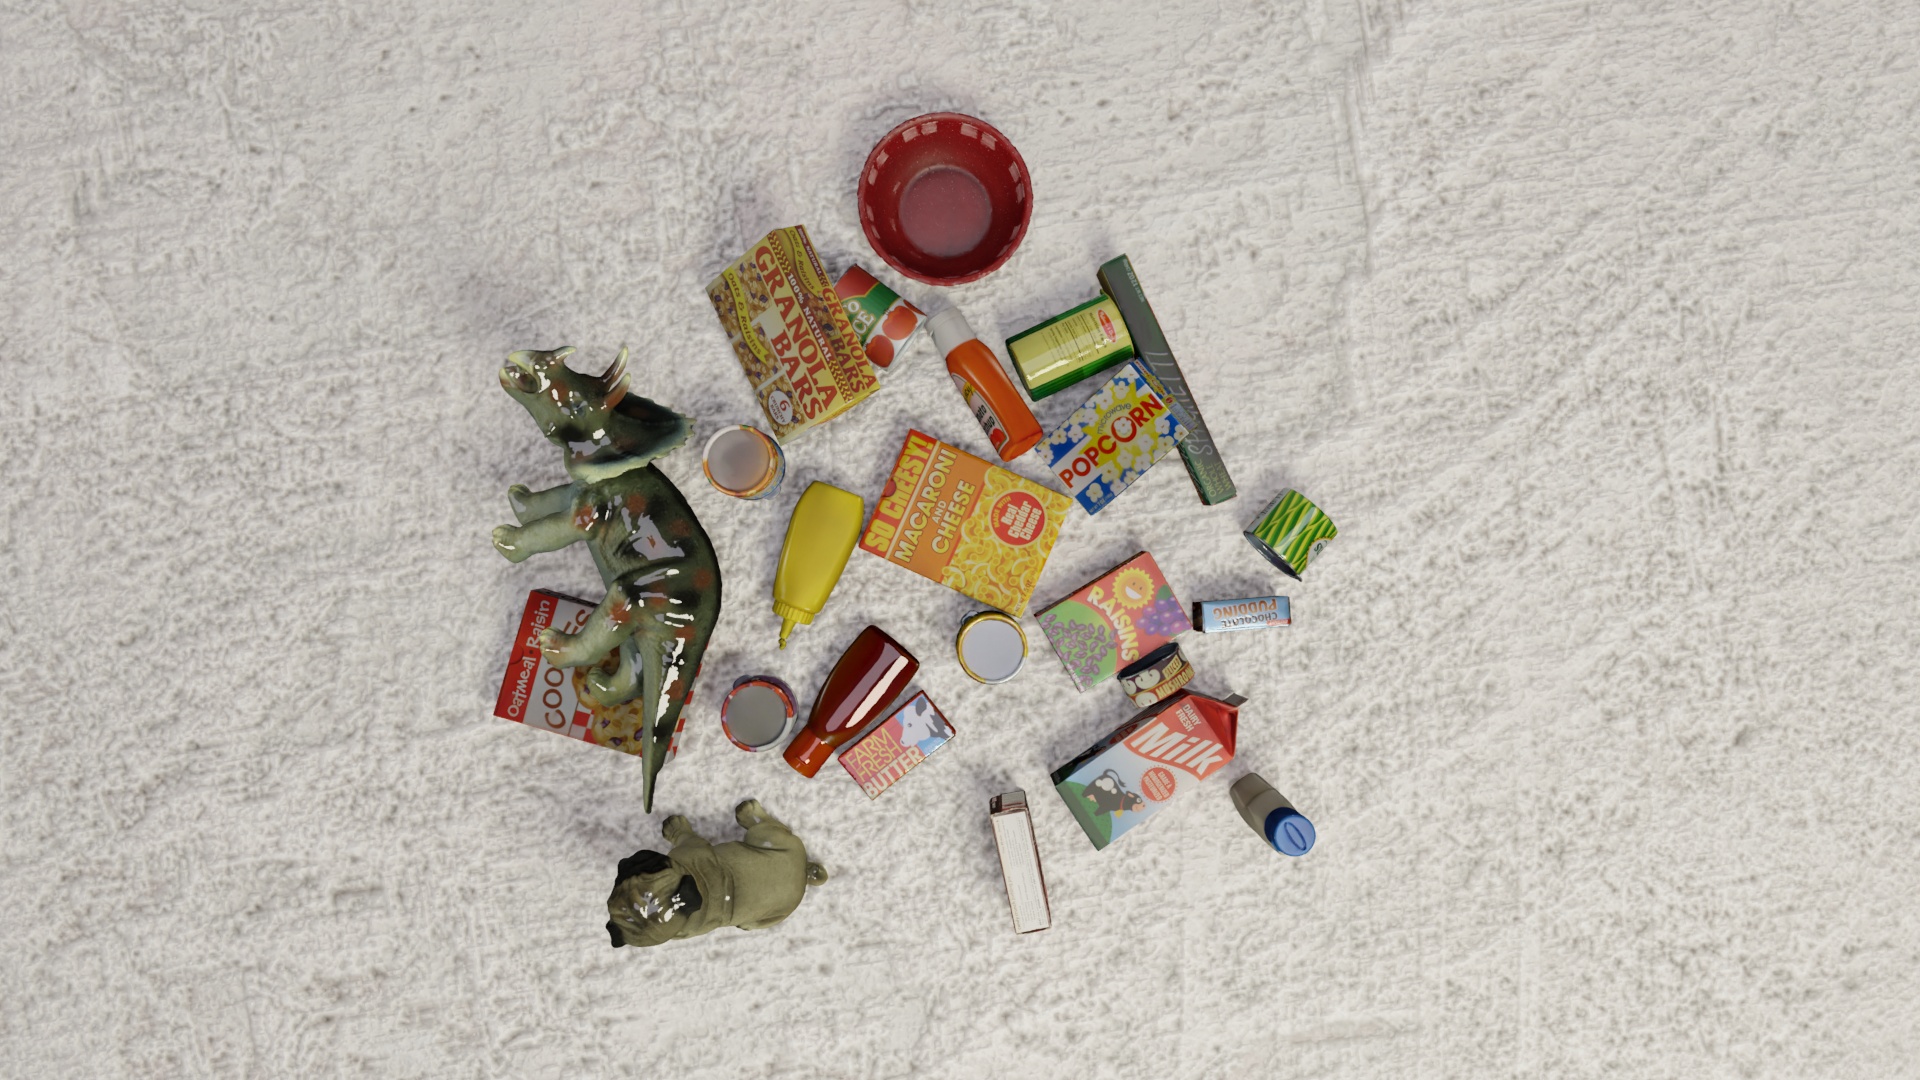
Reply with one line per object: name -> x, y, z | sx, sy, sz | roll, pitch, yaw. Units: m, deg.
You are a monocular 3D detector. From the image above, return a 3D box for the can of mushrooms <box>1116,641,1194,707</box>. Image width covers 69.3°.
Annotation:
can of mushrooms -> 0.182, 0.124, 1.285 | 0.071, 0.071, 0.033 | -30, 92, -1

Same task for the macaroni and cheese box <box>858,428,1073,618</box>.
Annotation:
macaroni and cheese box -> 0.005, -0.016, 1.300 | 0.166, 0.040, 0.123 | 24, 88, 0

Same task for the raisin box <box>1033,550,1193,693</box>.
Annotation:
raisin box -> 0.143, 0.076, 1.301 | 0.123, 0.040, 0.086 | -31, 89, 0

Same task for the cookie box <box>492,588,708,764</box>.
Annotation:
cookie box -> -0.333, 0.125, 1.293 | 0.167, 0.040, 0.123 | 16, 89, 0

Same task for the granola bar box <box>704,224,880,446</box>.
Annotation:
granola bar box -> -0.153, -0.185, 1.265 | 0.039, 0.124, 0.165 | -25, 90, -44

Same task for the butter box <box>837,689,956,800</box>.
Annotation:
butter box -> -0.060, 0.192, 1.304 | 0.103, 0.024, 0.053 | -38, 90, -1

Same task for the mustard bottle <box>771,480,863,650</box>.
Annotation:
mustard bottle -> -0.141, 0.026, 1.293 | 0.065, 0.049, 0.160 | 22, 90, 0

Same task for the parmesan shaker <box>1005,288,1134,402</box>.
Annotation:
parmesan shaker -> 0.100, -0.181, 1.292 | 0.103, 0.071, 0.071 | -25, 90, 0

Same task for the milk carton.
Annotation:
milk carton -> 0.182, 0.198, 1.283 | 0.190, 0.072, 0.073 | -34, 90, -1

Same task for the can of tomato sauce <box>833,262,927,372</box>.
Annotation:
can of tomato sauce -> -0.083, -0.205, 1.288 | 0.083, 0.071, 0.071 | 36, 89, -1

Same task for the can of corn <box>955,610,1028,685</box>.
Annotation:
can of corn -> 0.027, 0.097, 1.289 | 0.071, 0.058, 0.071 | 0, 89, -1

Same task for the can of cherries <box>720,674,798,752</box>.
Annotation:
can of cherries -> -0.188, 0.158, 1.286 | 0.071, 0.058, 0.071 | 0, 90, -1

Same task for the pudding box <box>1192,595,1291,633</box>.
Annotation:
pudding box -> 0.262, 0.069, 1.297 | 0.084, 0.049, 0.030 | -4, 88, -1

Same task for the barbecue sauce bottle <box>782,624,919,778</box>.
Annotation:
barbecue sauce bottle -> -0.106, 0.153, 1.295 | 0.065, 0.043, 0.148 | 39, 89, 3

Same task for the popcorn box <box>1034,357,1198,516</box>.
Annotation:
popcorn box -> 0.142, -0.094, 1.278 | 0.126, 0.038, 0.085 | -42, 85, 25

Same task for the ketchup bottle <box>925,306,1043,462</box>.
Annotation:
ketchup bottle -> 0.021, -0.148, 1.294 | 0.043, 0.064, 0.149 | -29, 81, -15

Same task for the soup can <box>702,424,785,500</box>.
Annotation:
soup can -> -0.196, -0.069, 1.277 | 0.071, 0.084, 0.071 | 0, 90, -1

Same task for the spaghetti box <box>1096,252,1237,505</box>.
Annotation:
spaghetti box -> 0.193, -0.148, 1.300 | 0.029, 0.050, 0.250 | -25, 90, 1

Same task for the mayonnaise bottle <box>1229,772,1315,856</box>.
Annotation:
mayonnaise bottle -> 0.282, 0.250, 1.245 | 0.041, 0.148, 0.065 | -35, 90, -1

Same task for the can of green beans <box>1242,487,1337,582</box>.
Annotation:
can of green beans -> 0.307, -0.007, 1.291 | 0.071, 0.071, 0.058 | 43, 89, 0
